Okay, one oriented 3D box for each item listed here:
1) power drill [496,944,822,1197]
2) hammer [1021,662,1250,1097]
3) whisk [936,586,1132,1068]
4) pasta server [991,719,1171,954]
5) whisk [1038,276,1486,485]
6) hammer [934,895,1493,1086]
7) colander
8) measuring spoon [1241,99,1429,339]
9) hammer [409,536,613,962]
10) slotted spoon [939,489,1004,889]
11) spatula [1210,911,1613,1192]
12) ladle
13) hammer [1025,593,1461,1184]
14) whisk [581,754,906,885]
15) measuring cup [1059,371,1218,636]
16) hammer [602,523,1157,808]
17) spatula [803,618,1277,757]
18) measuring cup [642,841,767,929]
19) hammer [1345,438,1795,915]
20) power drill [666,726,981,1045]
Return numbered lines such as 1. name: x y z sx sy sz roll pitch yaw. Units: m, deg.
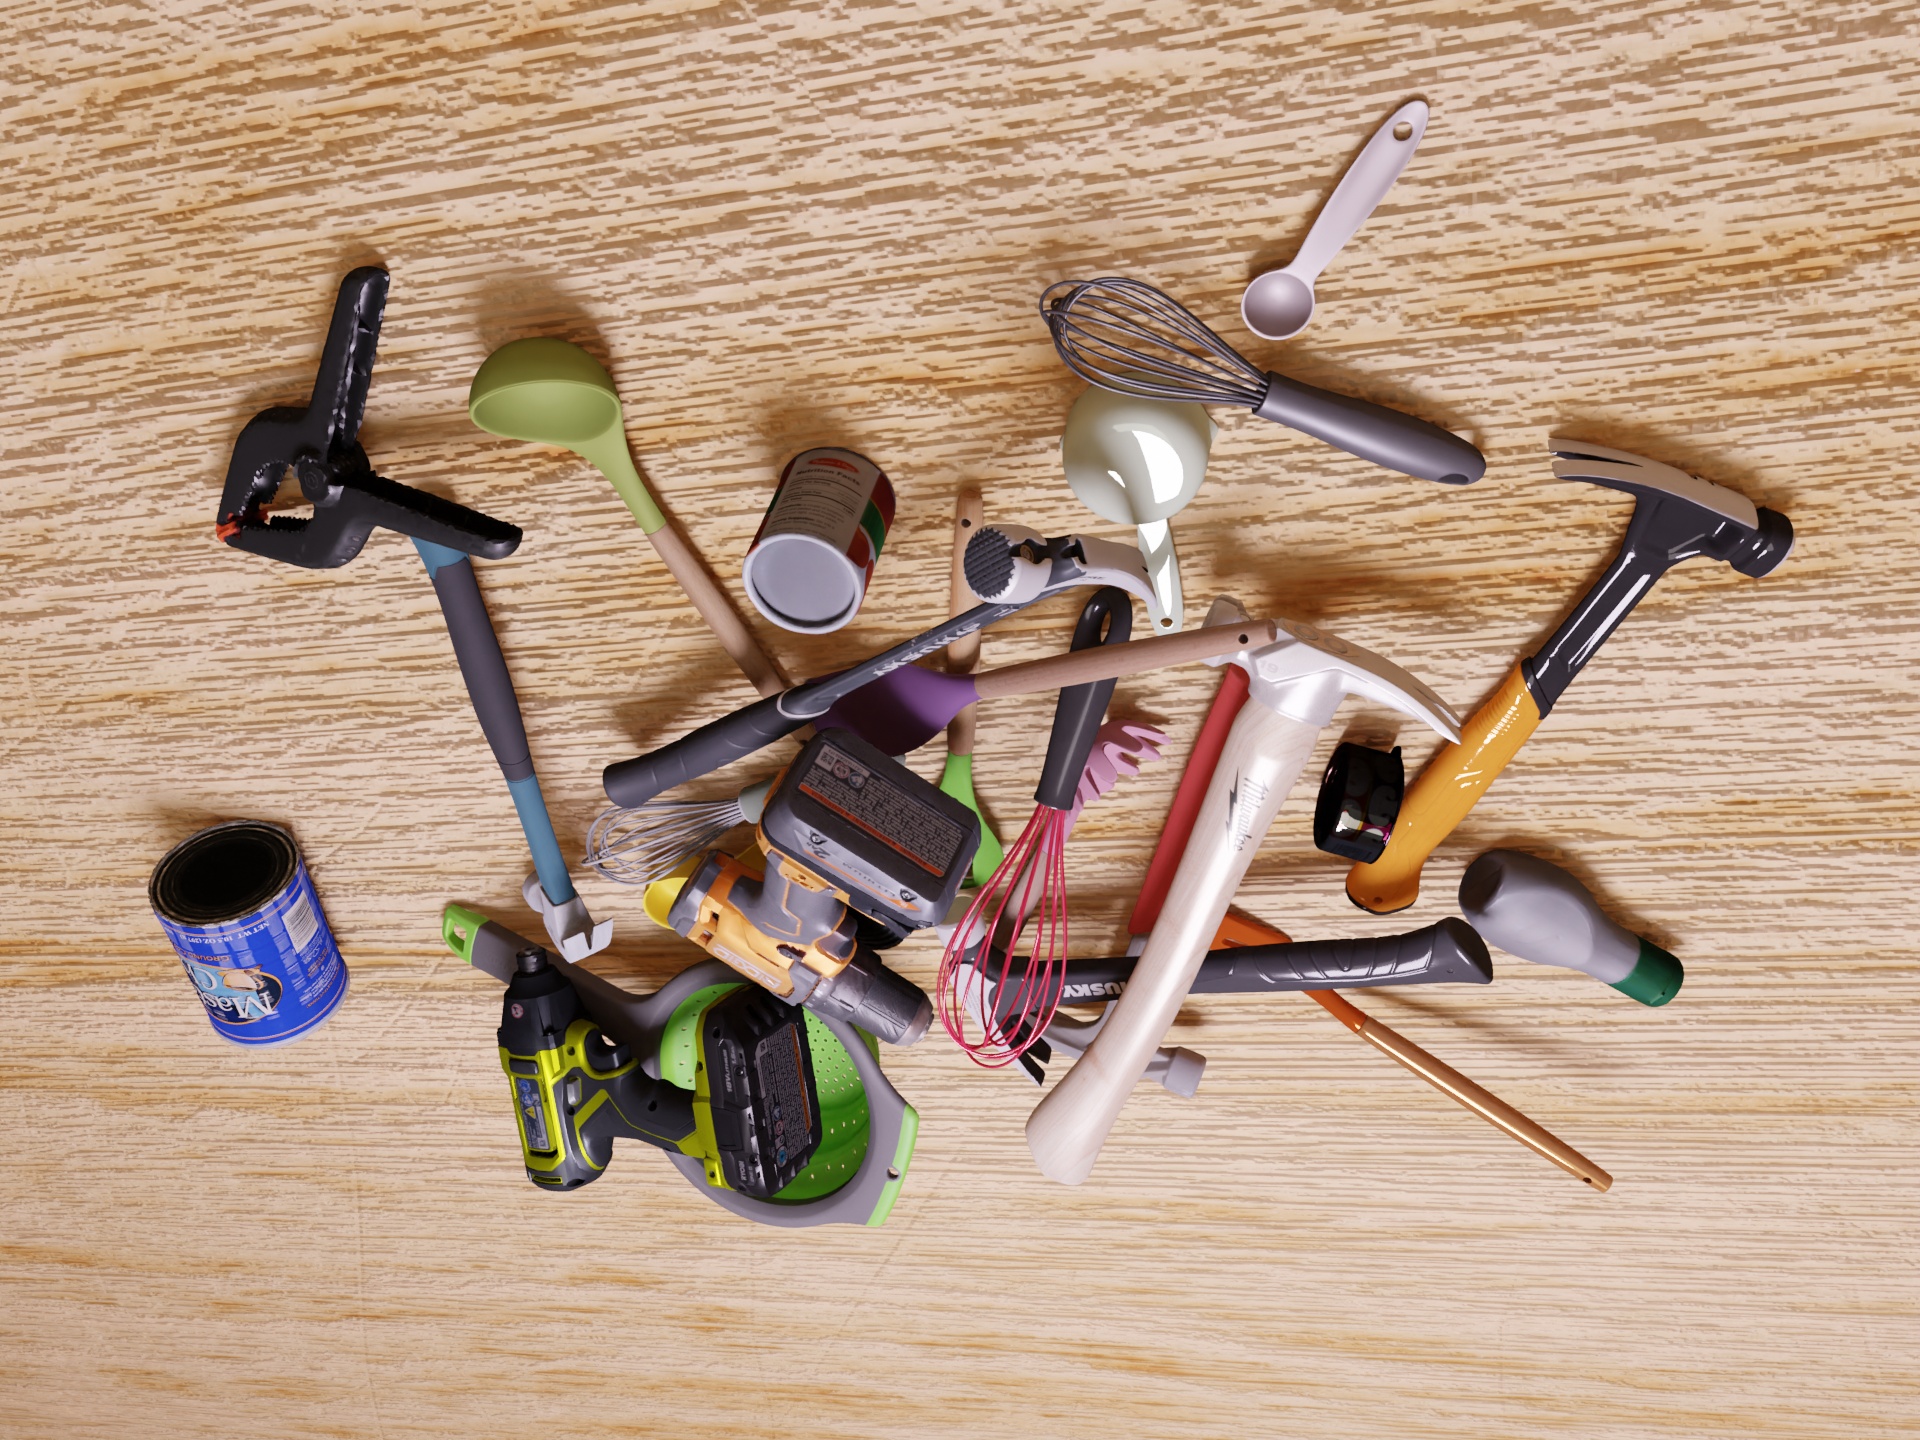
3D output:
1. power drill: -0.215 0.239 1.083 0.223 0.080 0.171 -2 102 27
2. hammer: 0.126 0.101 1.007 0.149 0.037 0.358 22 131 10
3. whisk: 0.047 0.065 0.914 0.073 0.073 0.295 15 102 -1
4. pasta server: 0.056 0.103 1.032 0.040 0.060 0.316 43 139 20
5. whisk: 0.149 -0.161 0.772 0.239 0.055 0.055 18 133 -10
6. hammer: 0.156 0.161 0.991 0.335 0.035 0.146 -8 122 24
7. colander: -0.197 0.218 1.164 0.397 0.094 0.204 24 114 15
8. measuring spoon: 0.172 -0.230 0.728 0.034 0.018 0.124 29 124 -11
9. hammer: -0.285 0.020 1.006 0.033 0.128 0.330 -24 127 -23
10. slotted spoon: -0.002 -0.003 0.958 0.070 0.031 0.313 12 131 11
11. spatula: 0.283 0.220 1.050 0.322 0.041 0.081 33 133 8
12. ladle: -0.163 -0.083 0.904 0.078 0.062 0.319 -13 130 25
13. hammer: 0.138 0.129 0.932 0.146 0.038 0.410 24 120 6
14. whisk: -0.144 0.057 1.032 0.246 0.059 0.058 -19 97 22
15. measuring cup: 0.099 -0.101 0.838 0.083 0.038 0.167 -3 128 15
16. hammer: -0.070 -0.018 0.887 0.409 0.036 0.149 -23 168 40
17. spatula: 0.033 -0.021 0.891 0.316 0.018 0.059 -11 106 37
18. measuring cup: -0.152 0.093 1.083 0.156 0.029 0.062 -33 127 21
19. hammer: 0.299 -0.004 0.884 0.127 0.034 0.336 19 132 -6
20. power drill: -0.067 0.117 0.973 0.185 0.084 0.226 33 142 -7
